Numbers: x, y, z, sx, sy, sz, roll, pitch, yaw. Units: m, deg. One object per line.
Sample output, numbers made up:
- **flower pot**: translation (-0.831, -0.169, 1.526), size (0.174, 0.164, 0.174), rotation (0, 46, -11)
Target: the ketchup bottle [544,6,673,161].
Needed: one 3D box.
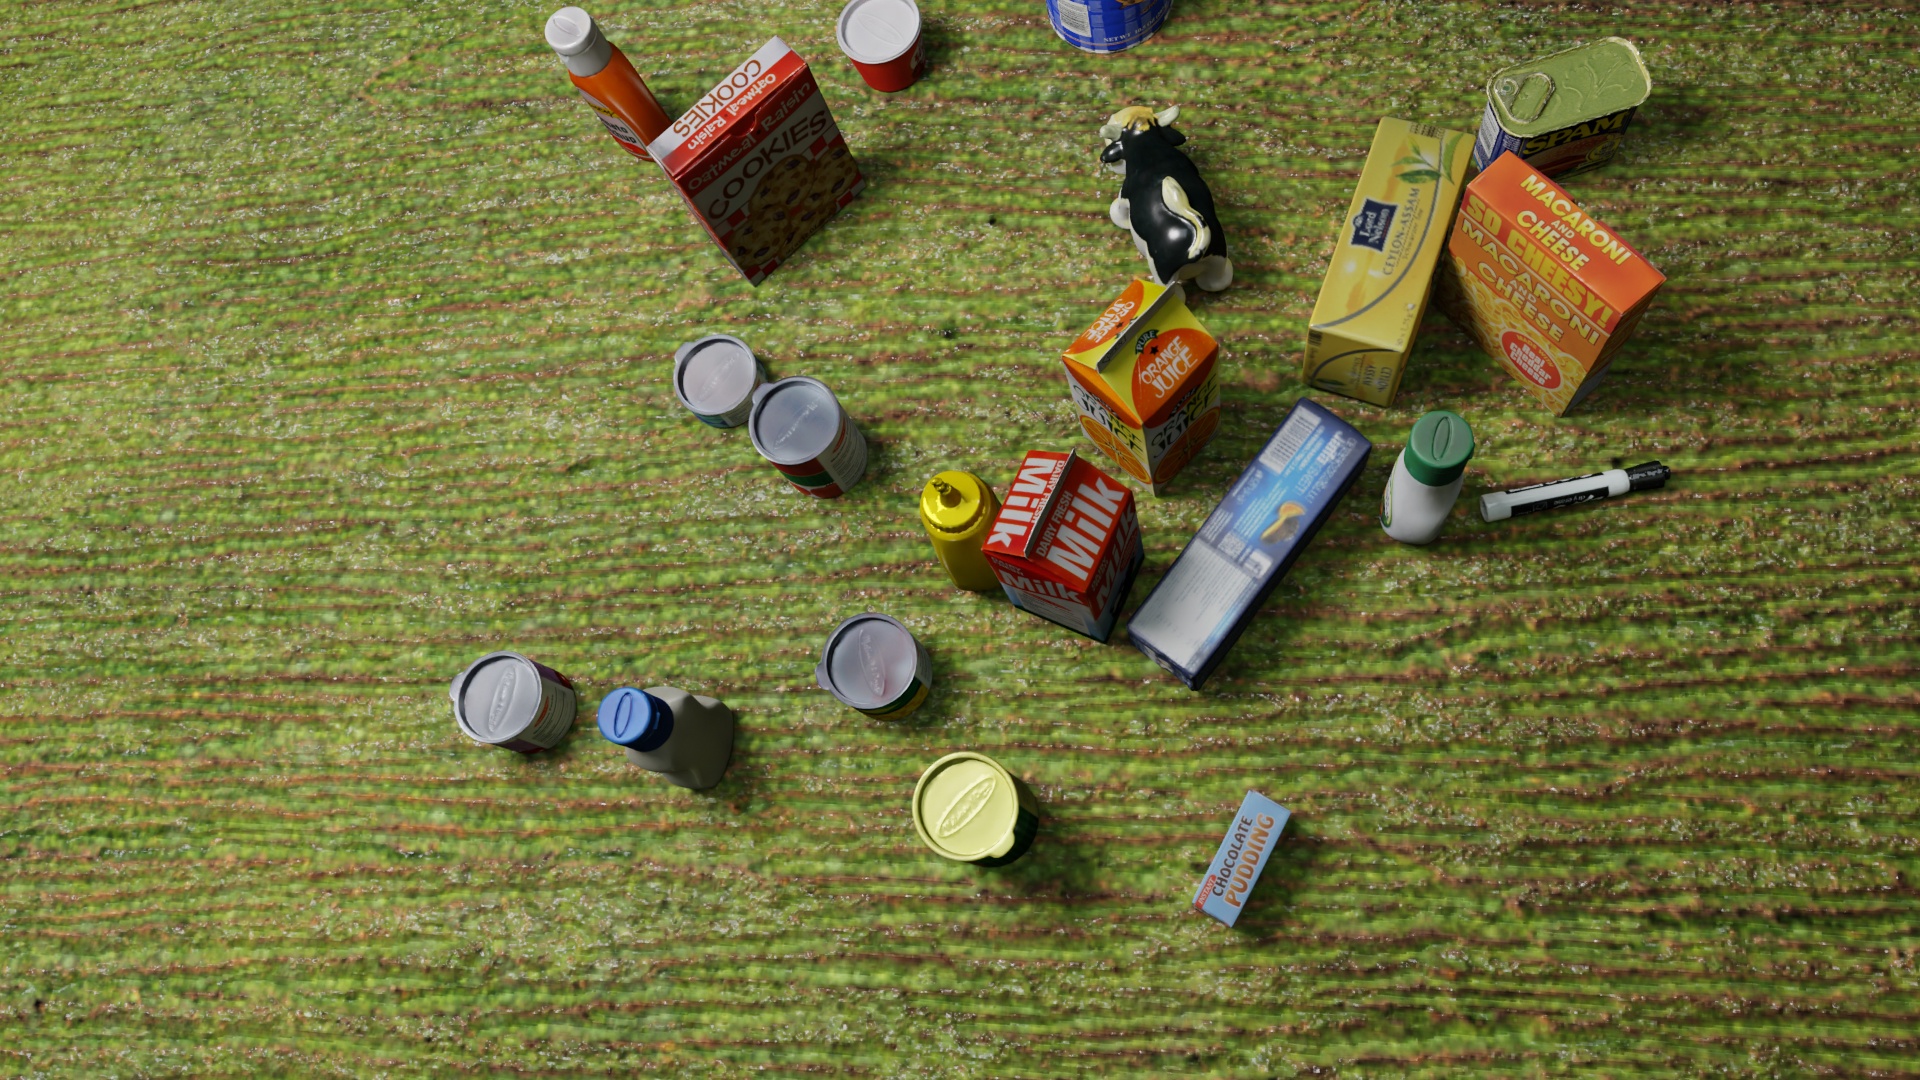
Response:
- **ketchup bottle**: translation (-0.275, -0.357, 1.088), size (0.065, 0.148, 0.043), rotation (33, 82, 18)

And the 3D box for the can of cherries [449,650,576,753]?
- **can of cherries**: translation (-0.322, 0.116, 1.001), size (0.071, 0.058, 0.071), rotation (-3, 73, 10)

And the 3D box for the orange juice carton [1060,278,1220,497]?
- **orange juice carton**: translation (0.121, -0.104, 0.912), size (0.072, 0.192, 0.073), rotation (-46, 71, -4)

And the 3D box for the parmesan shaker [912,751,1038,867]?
- **parmesan shaker**: translation (0.014, 0.178, 0.895), size (0.071, 0.103, 0.071), rotation (-3, 73, 10)

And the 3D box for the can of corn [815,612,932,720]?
- **can of corn**: translation (-0.059, 0.089, 0.959), size (0.071, 0.058, 0.071), rotation (-3, 73, 10)

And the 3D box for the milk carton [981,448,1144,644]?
- **milk carton**: translation (0.068, 0.003, 0.891), size (0.073, 0.190, 0.072), rotation (22, 79, 16)

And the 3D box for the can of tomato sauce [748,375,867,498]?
- **can of tomato sauce**: translation (-0.110, -0.074, 1.005), size (0.071, 0.083, 0.071), rotation (-3, 73, 10)

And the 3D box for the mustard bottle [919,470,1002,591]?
- **mustard bottle**: translation (0.003, -0.012, 0.924), size (0.049, 0.160, 0.065), rotation (-11, 72, 8)

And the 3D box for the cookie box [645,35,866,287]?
- **cookie box**: translation (-0.145, -0.275, 1.028), size (0.123, 0.167, 0.040), rotation (-43, 71, -3)

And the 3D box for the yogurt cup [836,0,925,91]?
- **yogurt cup**: translation (-0.060, -0.396, 1.109), size (0.072, 0.054, 0.072), rotation (-3, 73, 10)

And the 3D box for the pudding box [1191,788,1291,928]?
- **pudding box**: translation (0.179, 0.203, 0.884), size (0.030, 0.049, 0.084), rotation (27, 80, 17)

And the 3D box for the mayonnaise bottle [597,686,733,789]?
- **mayonnaise bottle**: translation (-0.195, 0.127, 0.926), size (0.041, 0.147, 0.065), rotation (6, 75, 13)

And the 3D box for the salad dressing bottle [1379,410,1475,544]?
- **salad dressing bottle**: translation (0.297, -0.040, 0.884), size (0.044, 0.147, 0.064), rotation (14, 77, 15)

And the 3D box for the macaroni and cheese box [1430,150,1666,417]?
- **macaroni and cheese box**: translation (0.372, -0.162, 0.896), size (0.040, 0.166, 0.124), rotation (-41, 71, -2)

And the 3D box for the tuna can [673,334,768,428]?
- **tuna can**: translation (-0.184, -0.122, 1.061), size (0.071, 0.032, 0.071), rotation (-3, 73, 10)
